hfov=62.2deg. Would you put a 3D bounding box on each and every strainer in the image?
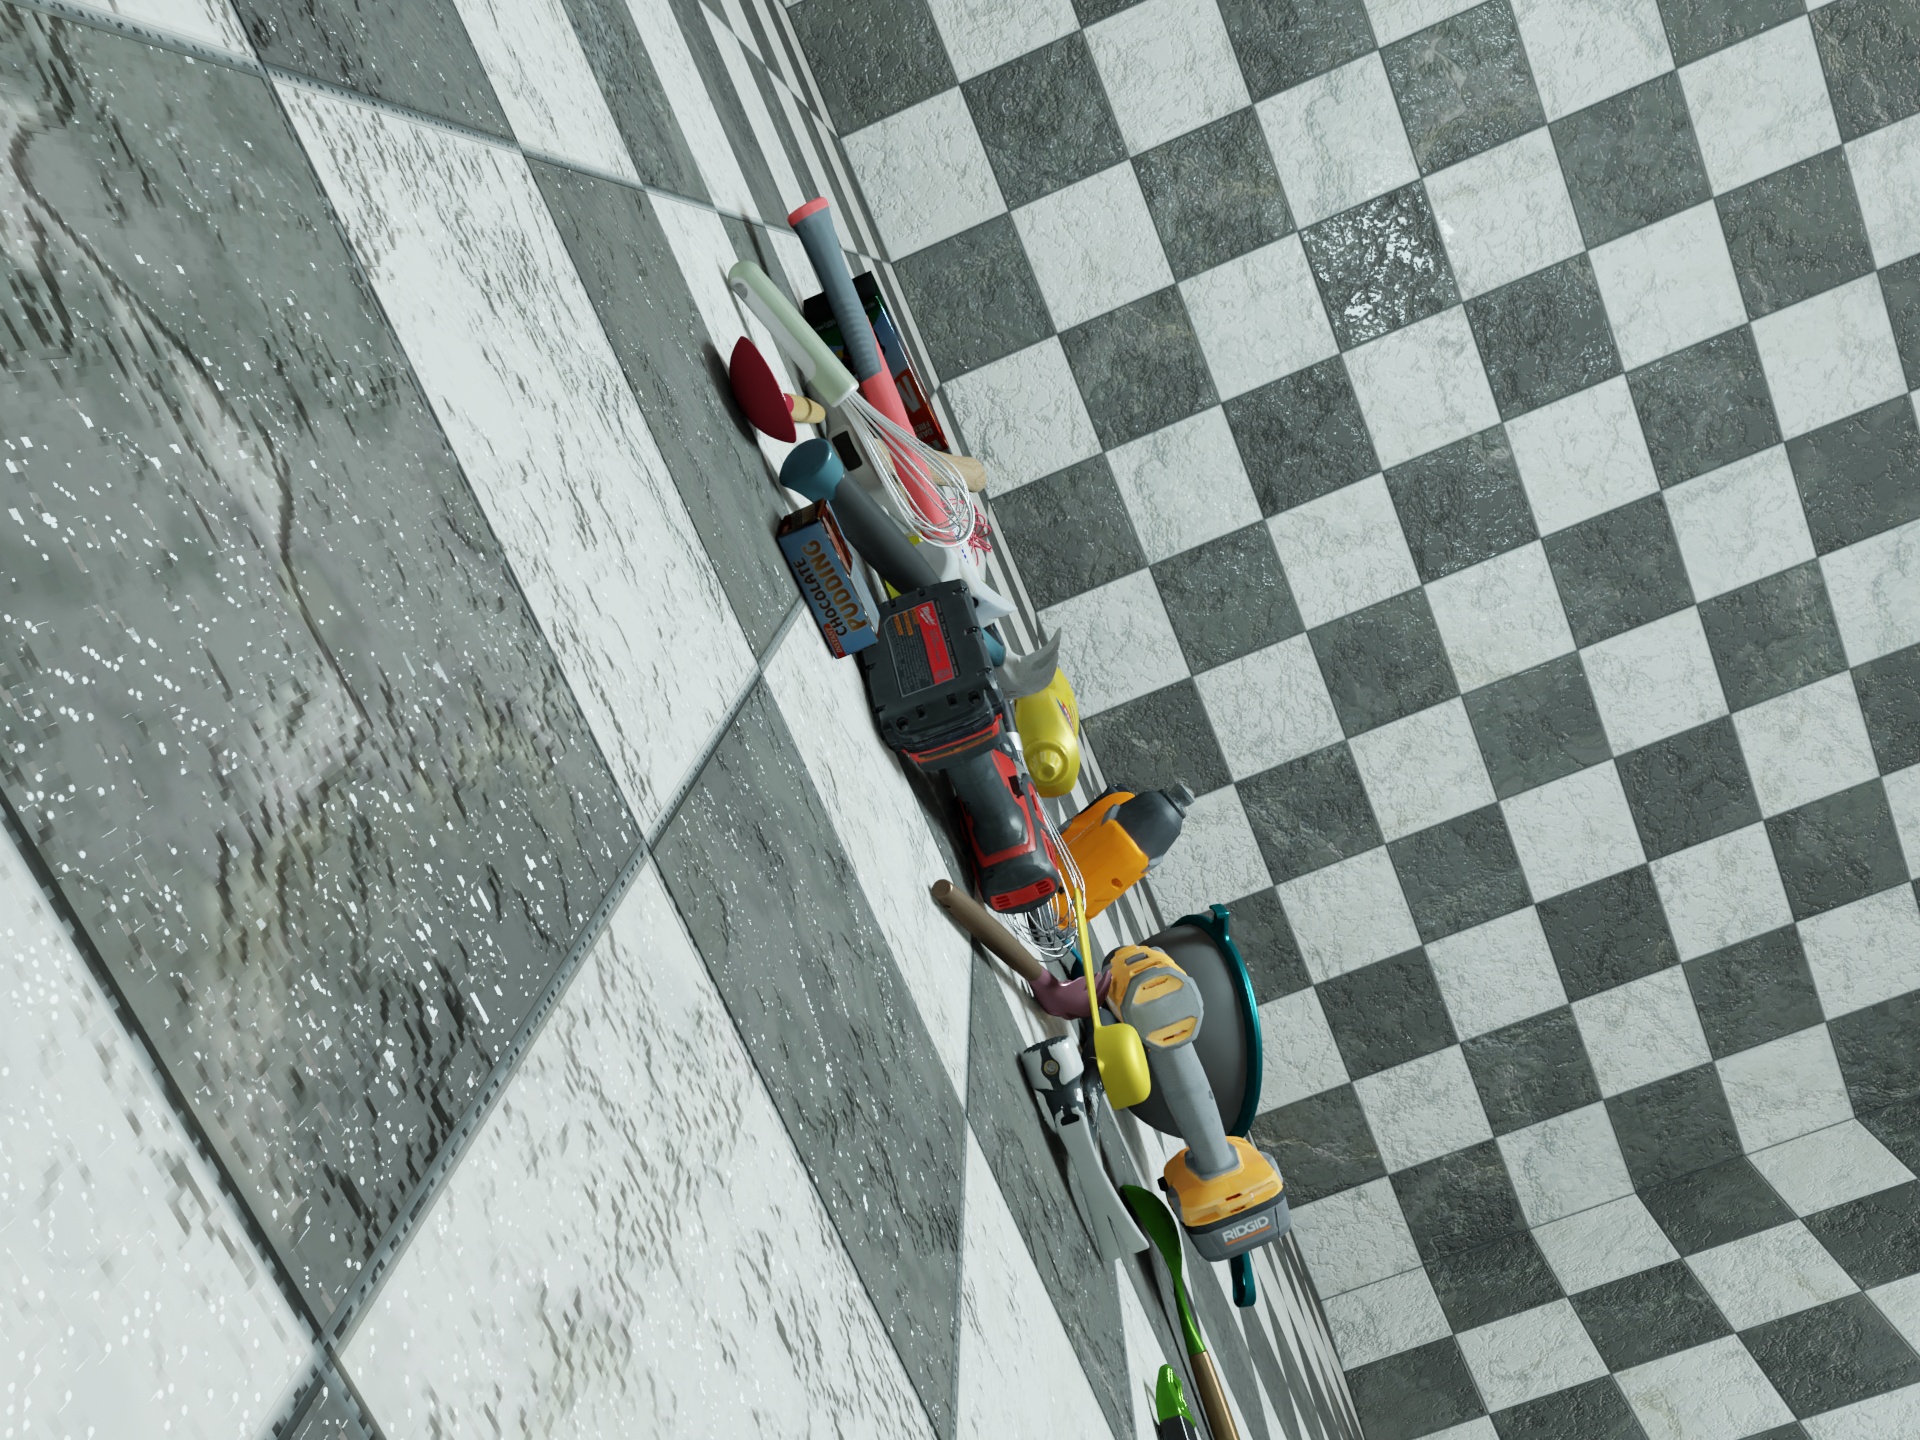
[{"bbox_3d":[0.189,0.342,1.404,0.211,0.095,0.341,126,-39,-63],"label":"strainer"}]

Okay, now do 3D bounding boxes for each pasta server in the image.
[{"bbox_3d":[0.041,0.155,1.079,0.316,0.060,0.040,50,41,-59],"label":"pasta server"}]

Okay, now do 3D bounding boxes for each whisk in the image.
[{"bbox_3d":[-0.075,-0.219,1.104,0.246,0.059,0.058,49,-31,-8],"label":"whisk"},{"bbox_3d":[-0.029,-0.203,1.587,0.073,0.073,0.295,69,14,10],"label":"whisk"},{"bbox_3d":[0.044,0.049,1.232,0.070,0.070,0.285,53,22,-65],"label":"whisk"}]

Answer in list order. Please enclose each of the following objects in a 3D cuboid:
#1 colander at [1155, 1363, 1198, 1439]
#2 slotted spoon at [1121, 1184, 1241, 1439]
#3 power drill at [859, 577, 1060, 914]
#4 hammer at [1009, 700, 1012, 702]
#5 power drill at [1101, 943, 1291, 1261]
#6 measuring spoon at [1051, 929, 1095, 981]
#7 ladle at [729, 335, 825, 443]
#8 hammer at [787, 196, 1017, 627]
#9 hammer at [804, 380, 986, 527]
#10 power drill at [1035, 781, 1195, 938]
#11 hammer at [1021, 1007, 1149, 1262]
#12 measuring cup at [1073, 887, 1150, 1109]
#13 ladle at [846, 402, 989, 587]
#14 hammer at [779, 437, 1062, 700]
[{"bbox_3d":[0.196,0.533,0.864,0.398,0.094,0.204,-104,170,-47],"label":"colander"},{"bbox_3d":[0.187,0.500,1.194,0.070,0.031,0.314,61,10,-76],"label":"slotted spoon"},{"bbox_3d":[0.002,0.006,1.096,0.226,0.080,0.188,65,7,-48],"label":"power drill"},{"bbox_3d":[0.036,0.013,1.493,0.337,0.034,0.127,-101,168,-57],"label":"hammer"},{"bbox_3d":[0.169,0.282,1.242,0.185,0.084,0.226,-164,-126,-86],"label":"power drill"},{"bbox_3d":[0.090,0.206,1.415,0.128,0.021,0.042,53,5,-31],"label":"measuring spoon"},{"bbox_3d":[-0.114,-0.212,1.063,0.069,0.031,0.315,63,6,-7],"label":"ladle"},{"bbox_3d":[-0.055,-0.252,1.264,0.143,0.038,0.387,27,39,-63],"label":"hammer"},{"bbox_3d":[-0.038,-0.222,1.390,0.130,0.031,0.331,67,19,3],"label":"hammer"},{"bbox_3d":[0.135,0.111,1.405,0.084,0.164,0.226,50,3,3],"label":"power drill"},{"bbox_3d":[0.103,0.277,1.198,0.409,0.036,0.149,5,64,-83],"label":"hammer"},{"bbox_3d":[0.105,0.190,1.109,0.062,0.029,0.157,47,31,-69],"label":"measuring cup"},{"bbox_3d":[-0.052,-0.180,1.433,0.319,0.062,0.078,53,17,-41],"label":"ladle"},{"bbox_3d":[-0.029,-0.093,1.099,0.330,0.128,0.033,44,47,-54],"label":"hammer"}]
